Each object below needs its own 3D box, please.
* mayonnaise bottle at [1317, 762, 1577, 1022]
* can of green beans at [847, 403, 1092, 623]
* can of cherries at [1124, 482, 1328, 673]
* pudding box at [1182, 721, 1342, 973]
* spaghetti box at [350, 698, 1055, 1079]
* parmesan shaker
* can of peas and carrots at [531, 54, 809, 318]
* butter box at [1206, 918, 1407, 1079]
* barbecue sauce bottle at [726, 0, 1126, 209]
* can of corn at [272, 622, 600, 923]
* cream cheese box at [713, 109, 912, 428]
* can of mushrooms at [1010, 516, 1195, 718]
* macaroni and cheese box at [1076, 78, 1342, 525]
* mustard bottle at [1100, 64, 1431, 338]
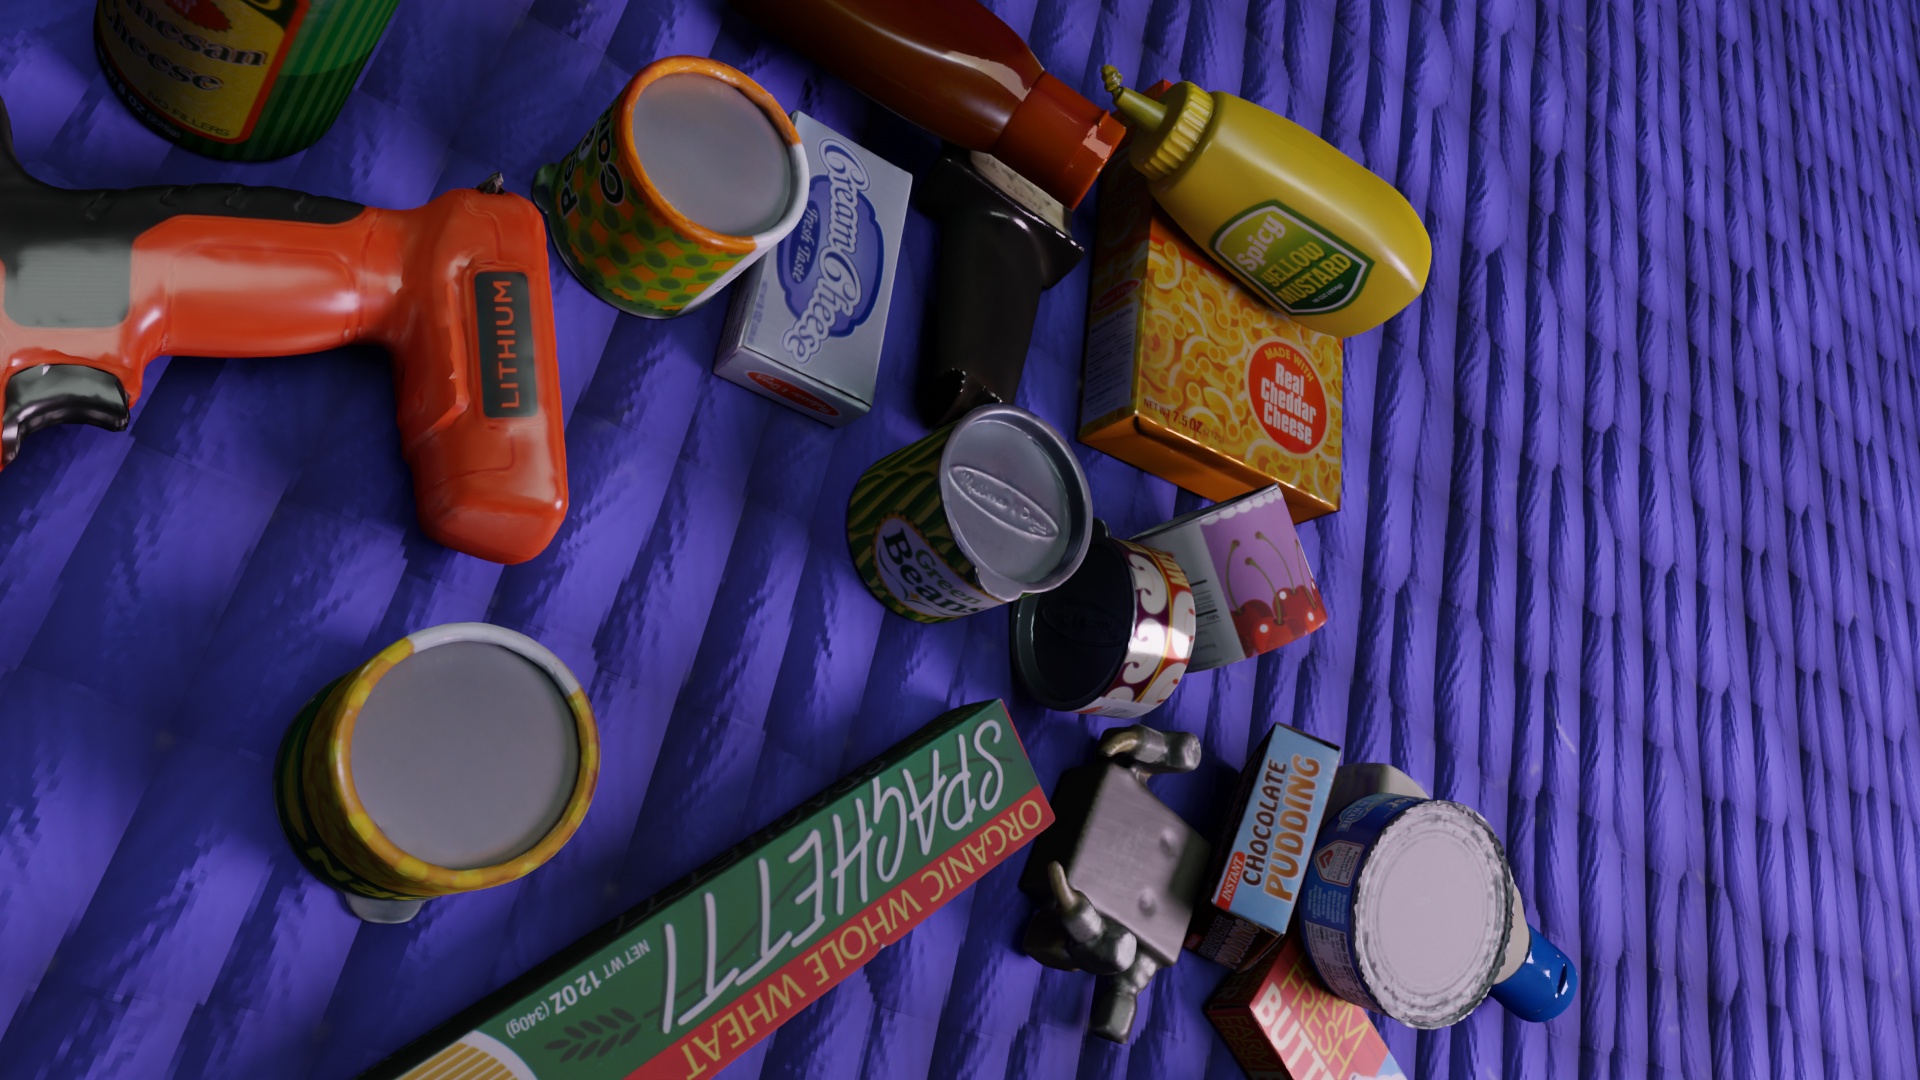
[{"bbox_3d":[0.211,0.159,0.605,0.148,0.041,0.065,39,61,-21],"label":"mayonnaise bottle"},{"bbox_3d":[0.003,-0.008,0.486,0.071,0.057,0.071,13,68,-35],"label":"can of green beans"},{"bbox_3d":[0.108,0.014,0.555,0.072,0.071,0.058,-20,89,-40],"label":"can of cherries"},{"bbox_3d":[0.116,0.118,0.536,0.030,0.049,0.084,24,56,8],"label":"pudding box"},{"bbox_3d":[-0.067,0.120,0.409,0.251,0.028,0.050,-27,94,-40],"label":"spaghetti box"},{"bbox_3d":[-0.180,-0.148,0.361,0.071,0.102,0.071,13,68,-34],"label":"parmesan shaker"},{"bbox_3d":[-0.093,-0.114,0.447,0.071,0.058,0.071,14,67,-35],"label":"can of peas and carrots"},{"bbox_3d":[0.141,0.205,0.546,0.053,0.024,0.103,-40,101,-40],"label":"butter box"},{"bbox_3d":[-0.009,-0.179,0.515,0.148,0.043,0.065,33,46,-3],"label":"barbecue sauce bottle"},{"bbox_3d":[-0.135,0.060,0.356,0.071,0.058,0.071,13,68,-34],"label":"can of corn"},{"bbox_3d":[-0.051,-0.098,0.496,0.053,0.024,0.104,23,62,-31],"label":"cream cheese box"},{"bbox_3d":[0.052,0.029,0.506,0.033,0.071,0.071,14,67,-35],"label":"can of mushrooms"},{"bbox_3d":[0.115,-0.103,0.618,0.124,0.040,0.167,21,64,-31],"label":"macaroni and cheese box"},{"bbox_3d":[0.118,-0.143,0.568,0.160,0.065,0.049,28,56,-20],"label":"mustard bottle"}]
